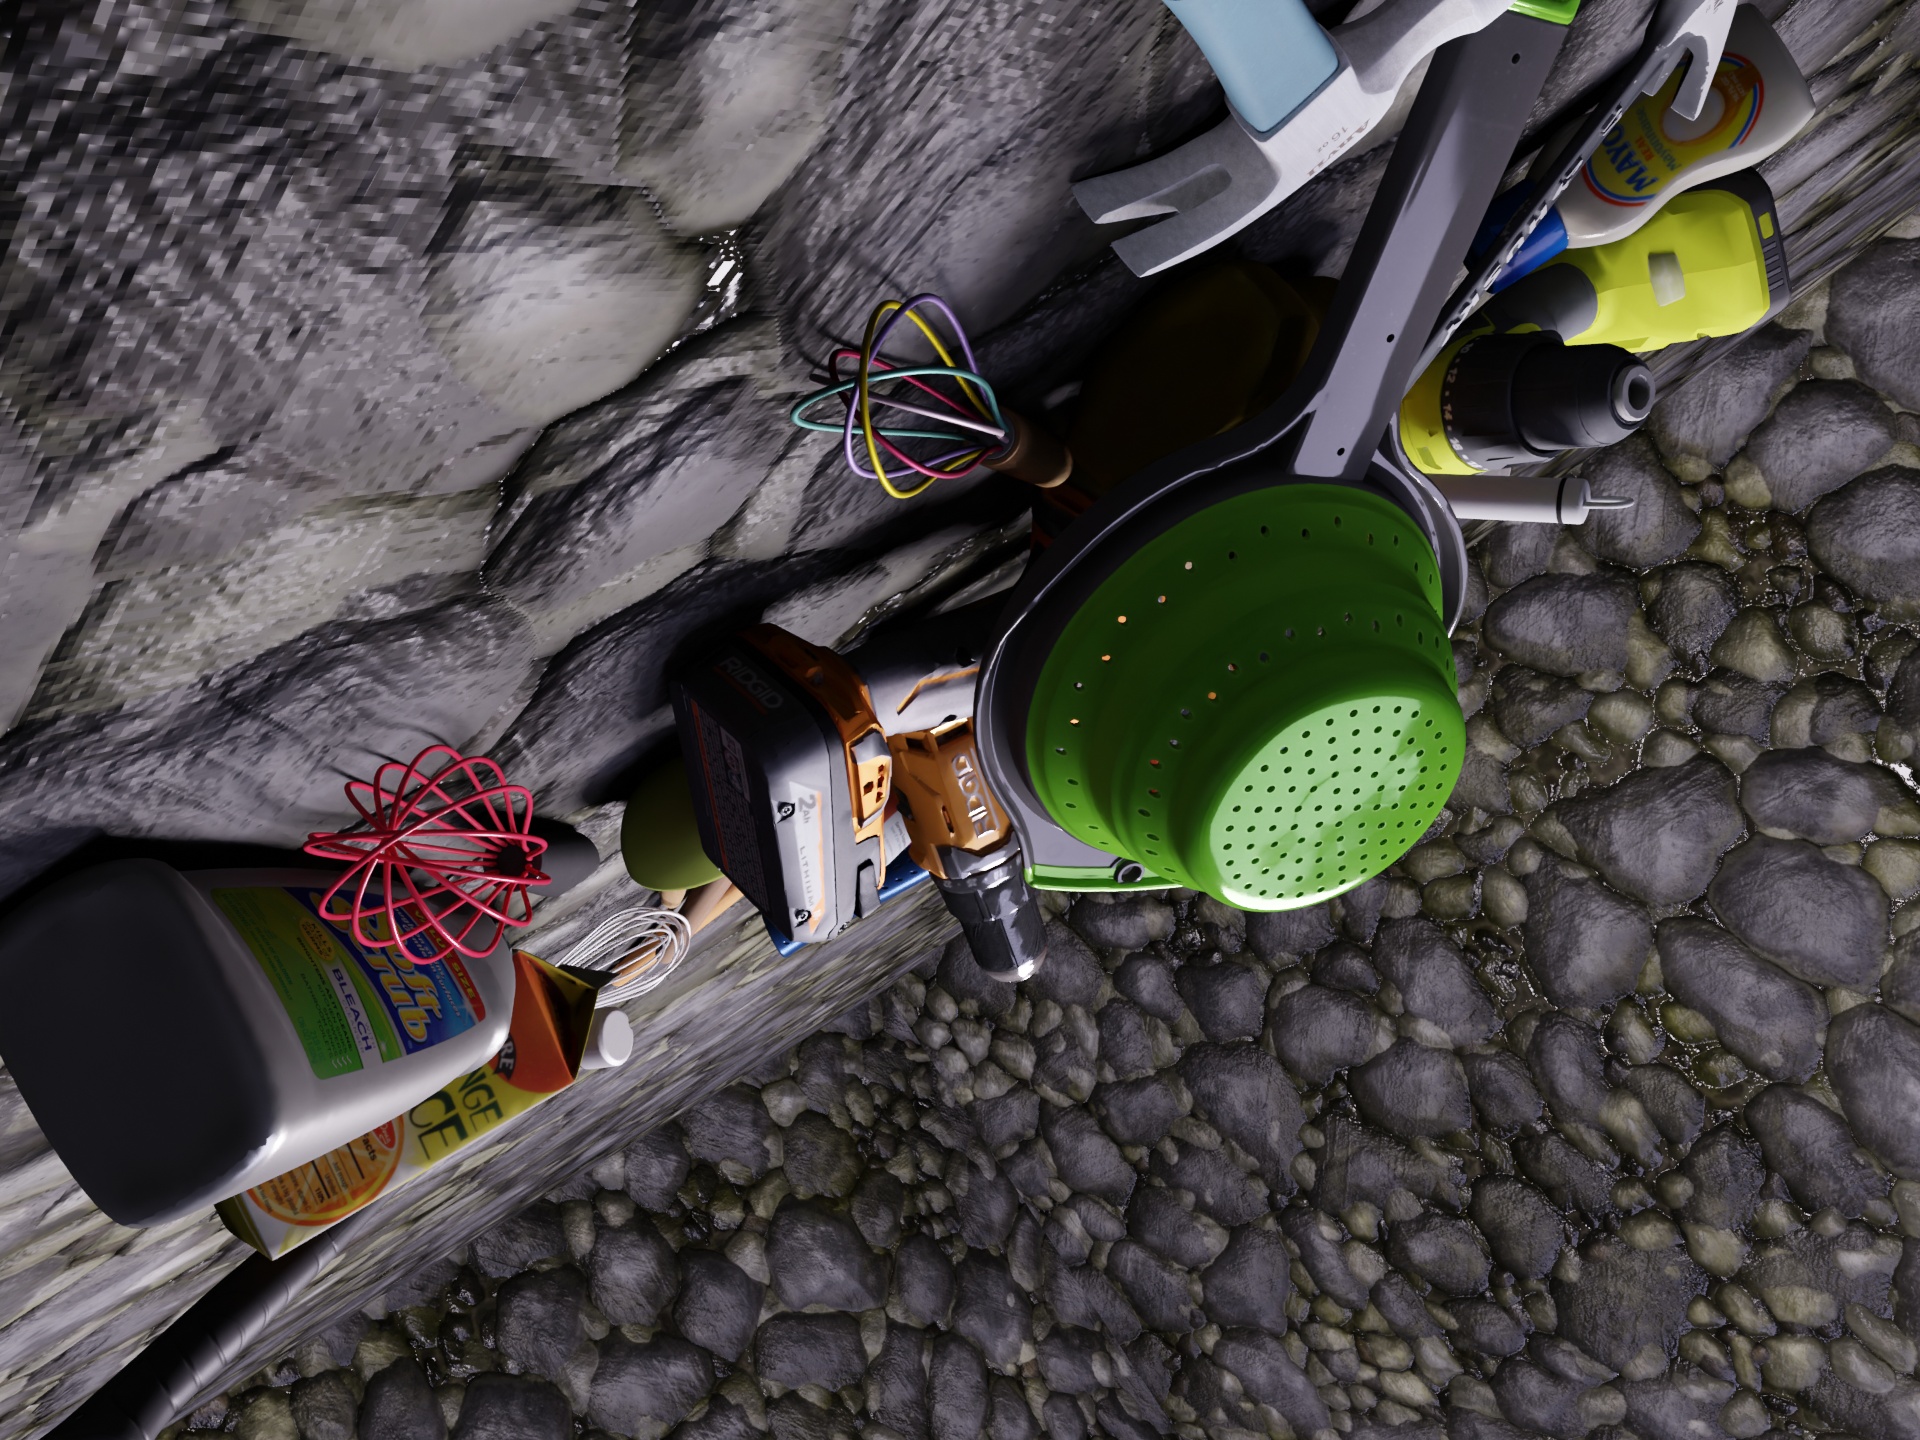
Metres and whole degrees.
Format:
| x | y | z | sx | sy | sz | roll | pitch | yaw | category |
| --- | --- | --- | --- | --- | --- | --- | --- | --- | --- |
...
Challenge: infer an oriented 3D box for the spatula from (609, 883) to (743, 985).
| x | y | z | sx | sy | sz | roll | pitch | yaw | category |
| --- | --- | --- | --- | --- | --- | --- | --- | --- | --- |
| -0.140 | 0.114 | 1.023 | 0.322 | 0.041 | 0.081 | -37 | -171 | 40 | spatula |

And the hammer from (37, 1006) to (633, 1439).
| x | y | z | sx | sy | sz | roll | pitch | yaw | category |
| --- | --- | --- | --- | --- | --- | --- | --- | --- | --- |
| -0.296 | 0.232 | 0.745 | 0.146 | 0.035 | 0.335 | -11 | -164 | 22 | hammer |

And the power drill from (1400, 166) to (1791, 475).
| x | y | z | sx | sy | sz | roll | pitch | yaw | category |
| --- | --- | --- | --- | --- | --- | --- | --- | --- | --- |
| 0.283 | -0.181 | 0.749 | 0.228 | 0.080 | 0.191 | -33 | -158 | -24 | power drill |

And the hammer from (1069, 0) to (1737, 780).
| x | y | z | sx | sy | sz | roll | pitch | yaw | category |
| --- | --- | --- | --- | --- | --- | --- | --- | --- | --- |
| 0.163 | -0.120 | 0.627 | 0.409 | 0.036 | 0.149 | -53 | 164 | 15 | hammer |

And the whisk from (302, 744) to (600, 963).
| x | y | z | sx | sy | sz | roll | pitch | yaw | category |
| --- | --- | --- | --- | --- | --- | --- | --- | --- | --- |
| -0.174 | 0.053 | 0.605 | 0.073 | 0.073 | 0.296 | -34 | 177 | -6 | whisk |

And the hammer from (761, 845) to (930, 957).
| x | y | z | sx | sy | sz | roll | pitch | yaw | category |
| --- | --- | --- | --- | --- | --- | --- | --- | --- | --- |
| 0.026 | 0.090 | 1.325 | 0.405 | 0.144 | 0.035 | -28 | 168 | -1 | hammer |

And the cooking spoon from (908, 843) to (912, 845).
| x | y | z | sx | sy | sz | roll | pitch | yaw | category |
| --- | --- | --- | --- | --- | --- | --- | --- | --- | --- |
| 0.064 | -0.013 | 0.952 | 0.319 | 0.017 | 0.069 | -34 | -153 | -20 | cooking spoon |

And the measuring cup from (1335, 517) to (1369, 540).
| x | y | z | sx | sy | sz | roll | pitch | yaw | category |
| --- | --- | --- | --- | --- | --- | --- | --- | --- | --- |
| 0.172 | -0.105 | 0.866 | 0.062 | 0.157 | 0.029 | -25 | 124 | -18 | measuring cup |

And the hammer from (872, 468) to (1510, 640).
| x | y | z | sx | sy | sz | roll | pitch | yaw | category |
| --- | --- | --- | --- | --- | --- | --- | --- | --- | --- |
| 0.106 | -0.088 | 0.804 | 0.331 | 0.031 | 0.130 | -23 | -155 | -18 | hammer |

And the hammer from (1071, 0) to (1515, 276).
| x | y | z | sx | sy | sz | roll | pitch | yaw | category |
| --- | --- | --- | --- | --- | --- | --- | --- | --- | --- |
| 0.047 | -0.167 | 0.326 | 0.128 | 0.033 | 0.331 | -39 | 170 | 20 | hammer |

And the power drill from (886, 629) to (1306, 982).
| x | y | z | sx | sy | sz | roll | pitch | yaw | category |
| --- | --- | --- | --- | --- | --- | --- | --- | --- | --- |
| 0.073 | 0.022 | 0.844 | 0.226 | 0.185 | 0.084 | -26 | -156 | -16 | power drill |

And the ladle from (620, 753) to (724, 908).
| x | y | z | sx | sy | sz | roll | pitch | yaw | category |
| --- | --- | --- | --- | --- | --- | --- | --- | --- | --- |
| -0.142 | 0.078 | 0.834 | 0.078 | 0.062 | 0.320 | -34 | 174 | -18 | ladle |

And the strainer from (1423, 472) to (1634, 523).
| x | y | z | sx | sy | sz | roll | pitch | yaw | category |
| --- | --- | --- | --- | --- | --- | --- | --- | --- | --- |
| 0.165 | -0.106 | 0.715 | 0.258 | 0.050 | 0.087 | 8 | -164 | 30 | strainer |

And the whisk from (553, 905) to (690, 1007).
| x | y | z | sx | sy | sz | roll | pitch | yaw | category |
| --- | --- | --- | --- | --- | --- | --- | --- | --- | --- |
| -0.269 | 0.179 | 0.930 | 0.246 | 0.058 | 0.059 | -28 | 137 | -15 | whisk |

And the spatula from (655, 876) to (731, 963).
| x | y | z | sx | sy | sz | roll | pitch | yaw | category |
| --- | --- | --- | --- | --- | --- | --- | --- | --- | --- |
| -0.128 | 0.072 | 0.932 | 0.060 | 0.018 | 0.315 | -34 | 168 | -41 | spatula |

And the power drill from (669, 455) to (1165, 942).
| x | y | z | sx | sy | sz | roll | pitch | yaw | category |
| --- | --- | --- | --- | --- | --- | --- | --- | --- | --- |
| -0.001 | -0.002 | 0.678 | 0.226 | 0.084 | 0.164 | -30 | 138 | -27 | power drill |

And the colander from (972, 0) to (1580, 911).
| x | y | z | sx | sy | sz | roll | pitch | yaw | category |
| --- | --- | --- | --- | --- | --- | --- | --- | --- | --- |
| 0.137 | -0.063 | 0.541 | 0.204 | 0.095 | 0.396 | 0 | 127 | -26 | colander |

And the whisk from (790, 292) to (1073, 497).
| x | y | z | sx | sy | sz | roll | pitch | yaw | category |
| --- | --- | --- | --- | --- | --- | --- | --- | --- | --- |
| 0.004 | -0.092 | 0.523 | 0.051 | 0.047 | 0.245 | -28 | 176 | 15 | whisk |
